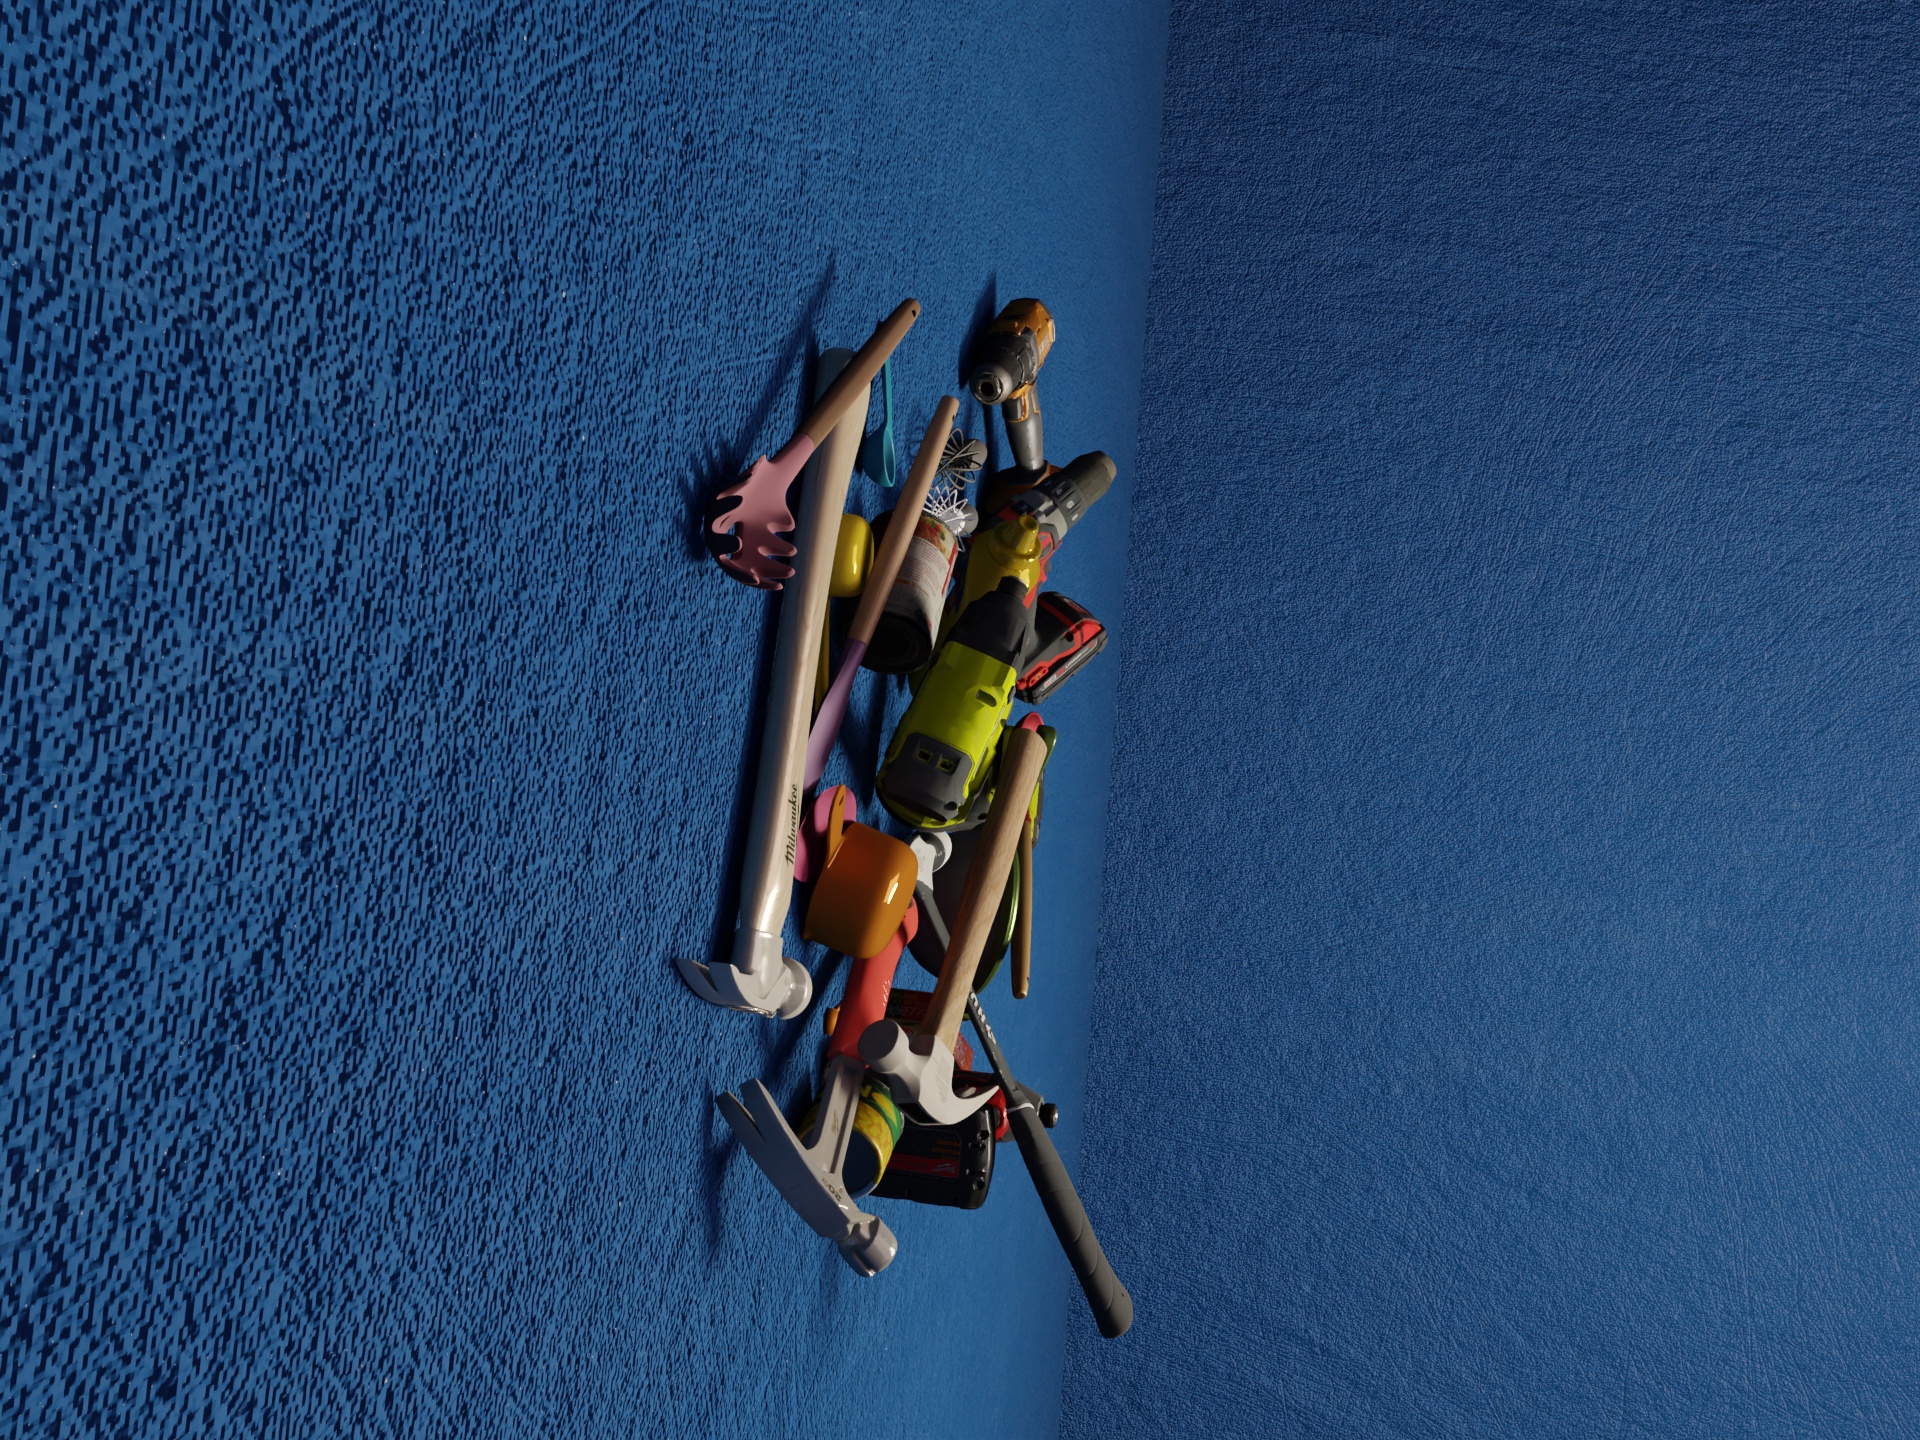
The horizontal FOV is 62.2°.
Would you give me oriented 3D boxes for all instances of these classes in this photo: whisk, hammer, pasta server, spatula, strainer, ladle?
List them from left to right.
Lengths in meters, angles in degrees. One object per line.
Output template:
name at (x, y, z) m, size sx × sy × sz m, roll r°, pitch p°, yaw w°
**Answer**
hammer at (-0.100, -0.035, 0.946) m, size 0.146 × 0.038 × 0.411 m, roll 56°, pitch 39°, yaw -71°
pasta server at (-0.075, -0.175, 0.925) m, size 0.316 × 0.040 × 0.060 m, roll -63°, pitch 141°, yaw -47°
hammer at (-0.075, 0.203, 1.084) m, size 0.149 × 0.036 × 0.359 m, roll 56°, pitch 17°, yaw -17°
spatula at (-0.059, -0.074, 1.051) m, size 0.059 × 0.018 × 0.316 m, roll 67°, pitch 41°, yaw -73°
whisk at (-0.013, -0.164, 1.318) m, size 0.284 × 0.070 × 0.070 m, roll -54°, pitch 147°, yaw -79°
whisk at (0.000, -0.230, 1.377) m, size 0.239 × 0.055 × 0.055 m, roll -59°, pitch 152°, yaw -76°
strainer at (0.006, 0.109, 1.308) m, size 0.152 × 0.069 × 0.256 m, roll -112°, pitch -141°, yaw -57°
hammer at (0.013, 0.138, 1.142) m, size 0.129 × 0.031 × 0.332 m, roll 58°, pitch 37°, yaw -37°
hammer at (0.038, 0.281, 1.209) m, size 0.409 × 0.036 × 0.149 m, roll 66°, pitch 15°, yaw -3°
ladle at (0.054, 0.110, 1.361) m, size 0.316 × 0.031 × 0.069 m, roll -86°, pitch 161°, yaw -47°

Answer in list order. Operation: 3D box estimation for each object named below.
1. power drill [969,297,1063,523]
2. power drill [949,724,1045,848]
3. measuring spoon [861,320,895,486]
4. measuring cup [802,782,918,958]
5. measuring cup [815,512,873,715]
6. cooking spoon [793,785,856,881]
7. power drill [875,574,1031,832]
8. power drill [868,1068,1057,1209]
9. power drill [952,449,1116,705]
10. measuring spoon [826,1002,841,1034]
power drill at (0.055, -0.280, 1.556) m, size 0.185 × 0.084 × 0.226 m, roll -65°, pitch 153°, yaw -56°
power drill at (0.026, 0.030, 1.526) m, size 0.228 × 0.080 × 0.191 m, roll 58°, pitch 37°, yaw -68°
measuring spoon at (-0.061, -0.228, 1.141) m, size 0.042 × 0.021 × 0.129 m, roll 61°, pitch 26°, yaw -72°
measuring cup at (-0.061, 0.096, 1.051) m, size 0.173 × 0.052 × 0.095 m, roll 97°, pitch 18°, yaw -57°
measuring cup at (-0.078, -0.061, 1.058) m, size 0.062 × 0.029 × 0.156 m, roll 6°, pitch 87°, yaw -79°
cooking spoon at (-0.076, 0.091, 1.157) m, size 0.069 × 0.017 × 0.318 m, roll -66°, pitch 168°, yaw -5°
power drill at (-0.002, -0.004, 1.147) m, size 0.223 × 0.080 × 0.171 m, roll 114°, pitch 0°, yaw -78°
power drill at (-0.004, 0.333, 1.310) m, size 0.219 × 0.143 × 0.078 m, roll 13°, pitch 82°, yaw -77°
power drill at (0.084, -0.140, 1.536) m, size 0.188 × 0.080 × 0.226 m, roll -41°, pitch 148°, yaw -16°
measuring spoon at (-0.082, 0.219, 1.199) m, size 0.117 × 0.011 × 0.021 m, roll 4°, pitch 90°, yaw -79°
